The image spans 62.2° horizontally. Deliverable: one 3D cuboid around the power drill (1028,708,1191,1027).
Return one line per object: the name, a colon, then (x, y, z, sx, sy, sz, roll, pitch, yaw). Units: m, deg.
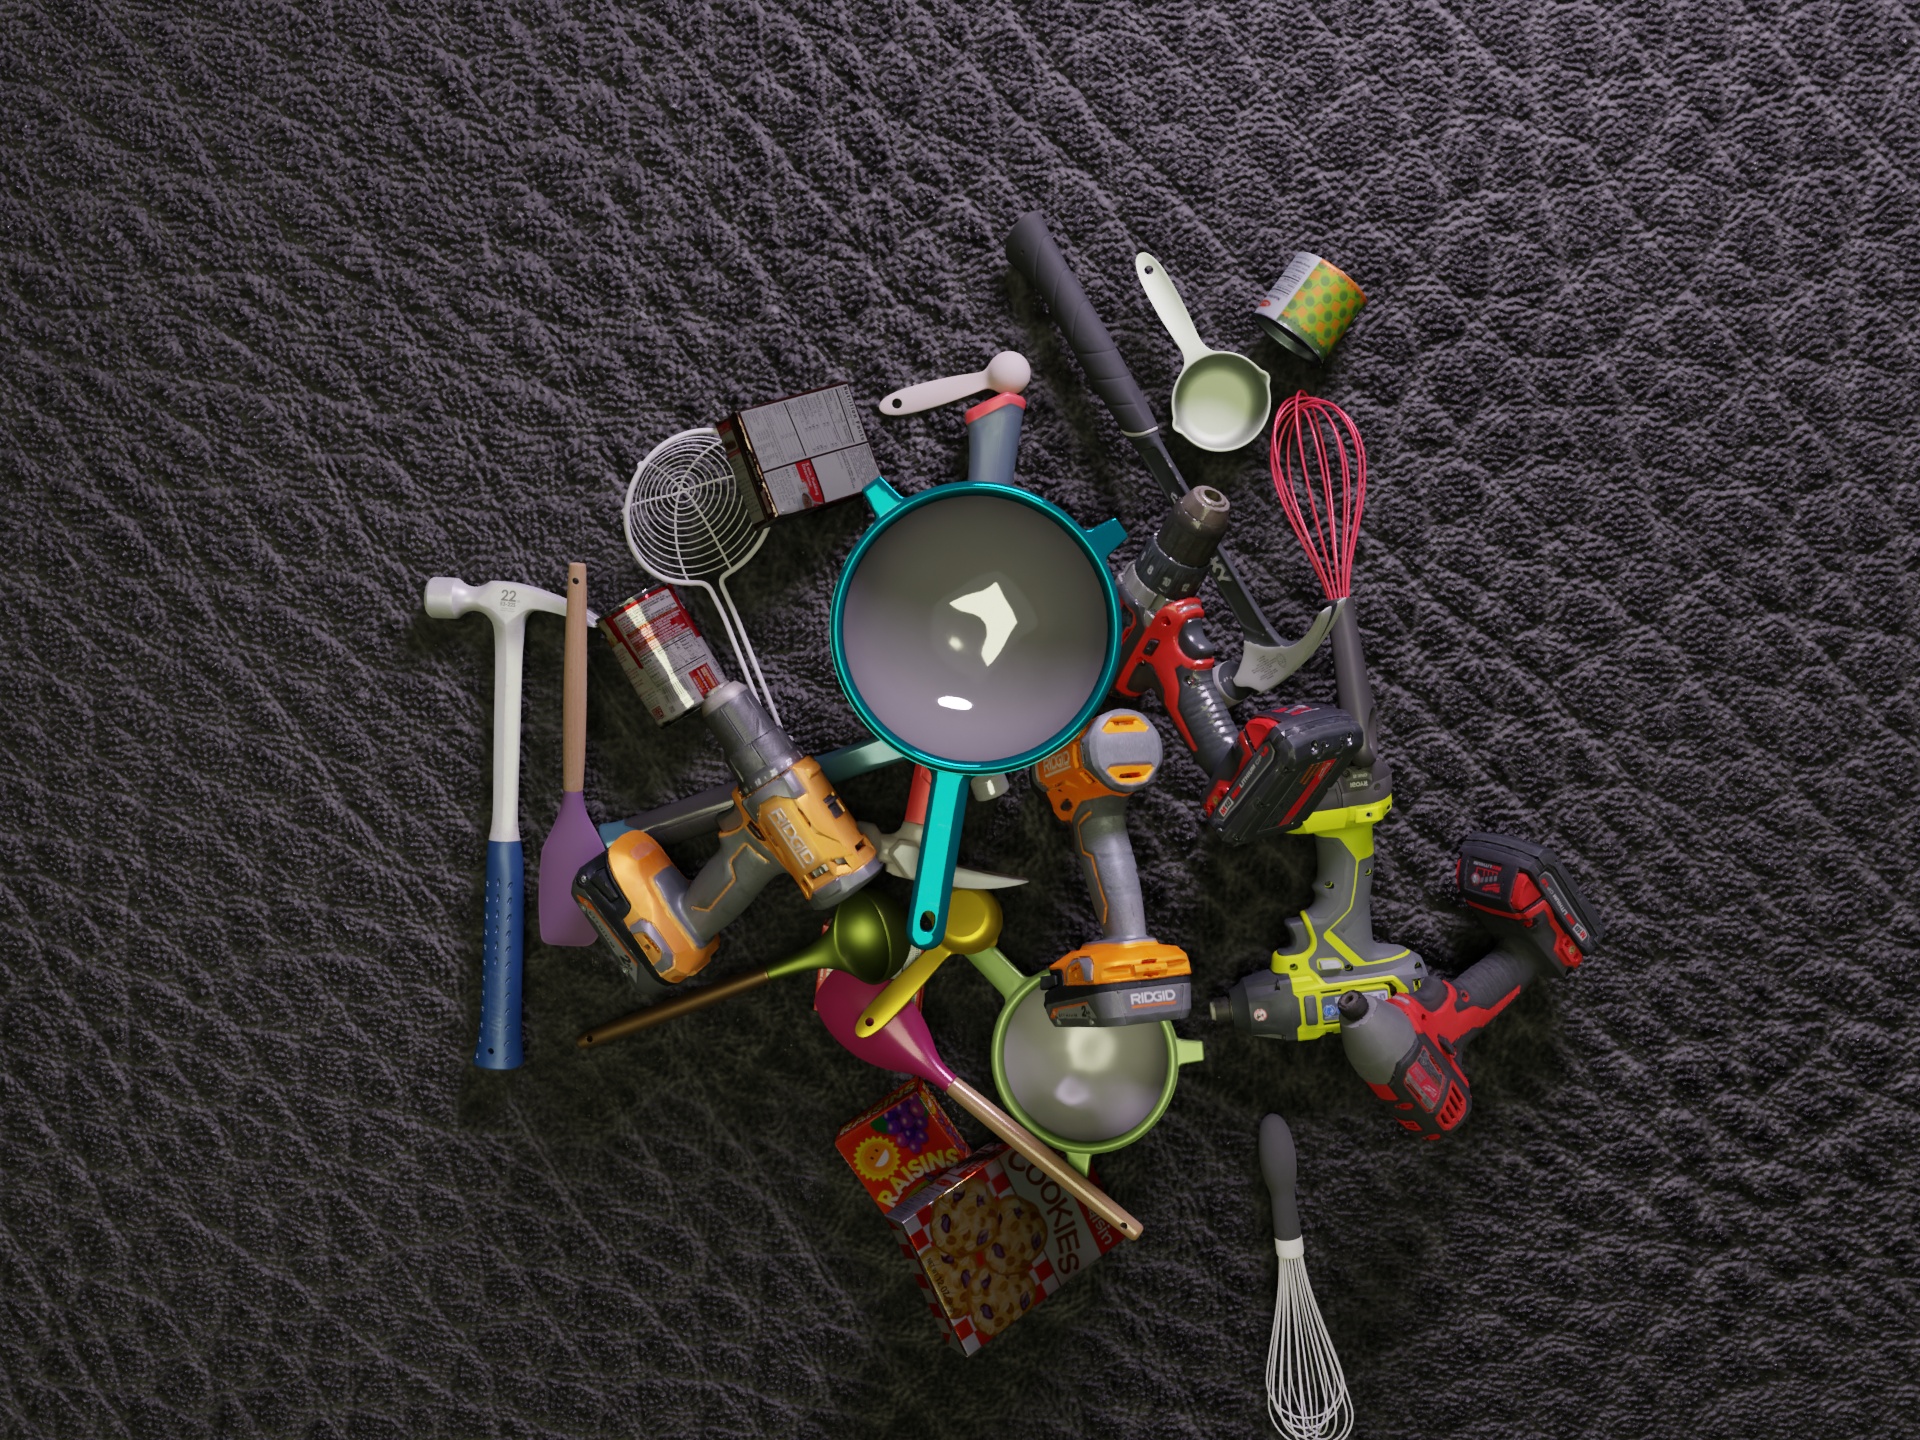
power drill: (0.102, 0.116, 1.211, 0.084, 0.164, 0.226, -3, 81, -21)

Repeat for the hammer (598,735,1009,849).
hammer: (-0.136, 0.052, 1.297, 0.331, 0.033, 0.128, -19, 96, 5)

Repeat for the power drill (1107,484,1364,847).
power drill: (0.191, -0.042, 1.170, 0.227, 0.080, 0.187, 54, 136, 30)

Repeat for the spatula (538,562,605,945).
spatula: (-0.308, 0.031, 1.277, 0.059, 0.018, 0.316, 2, 102, -4)

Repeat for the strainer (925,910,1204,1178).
strainer: (0.068, 0.234, 1.301, 0.256, 0.069, 0.151, 44, 97, 15)

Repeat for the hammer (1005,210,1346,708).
hammer: (0.150, -0.208, 1.220, 0.036, 0.149, 0.409, -29, 88, -37)

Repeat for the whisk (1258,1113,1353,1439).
whisk: (0.277, 0.465, 1.316, 0.070, 0.070, 0.284, -7, 92, 4)

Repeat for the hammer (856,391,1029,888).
hammer: (0.016, -0.062, 1.248, 0.143, 0.038, 0.386, 11, 89, -6)

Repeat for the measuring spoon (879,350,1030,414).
measuring spoon: (-0.005, -0.263, 1.259, 0.124, 0.018, 0.034, -14, 96, 6)

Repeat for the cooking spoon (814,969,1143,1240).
cooking spoon: (0.013, 0.305, 1.263, 0.319, 0.017, 0.068, 36, 100, 12)

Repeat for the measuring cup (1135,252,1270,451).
measuring cup: (0.179, -0.286, 1.237, 0.083, 0.038, 0.167, -29, 93, 6)

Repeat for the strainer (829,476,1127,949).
strainer: (-0.002, -0.004, 1.182, 0.211, 0.095, 0.340, 9, 92, -5)

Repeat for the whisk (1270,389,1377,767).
whisk: (0.286, -0.110, 1.213, 0.073, 0.073, 0.296, -8, 83, 4)

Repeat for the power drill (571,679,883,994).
power drill: (-0.193, 0.090, 1.221, 0.226, 0.084, 0.185, -32, 94, 24)

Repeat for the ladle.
ladle: (-0.182, 0.214, 1.289, 0.320, 0.062, 0.078, -22, 79, 16)

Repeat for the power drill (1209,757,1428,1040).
power drill: (0.275, 0.142, 1.265, 0.171, 0.080, 0.223, -8, 100, 3)

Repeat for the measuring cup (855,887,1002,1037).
measuring cup: (-0.030, 0.193, 1.269, 0.062, 0.029, 0.156, 41, 81, 21)

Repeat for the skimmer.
skimmer: (-0.155, -0.044, 1.234, 0.127, 0.090, 0.363, -20, 86, -25)

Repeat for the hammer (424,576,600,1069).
hammer: (-0.371, 0.088, 1.313, 0.144, 0.035, 0.405, 4, 97, 3)

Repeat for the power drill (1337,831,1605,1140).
power drill: (0.380, 0.197, 1.214, 0.220, 0.079, 0.143, -47, 113, -14)
